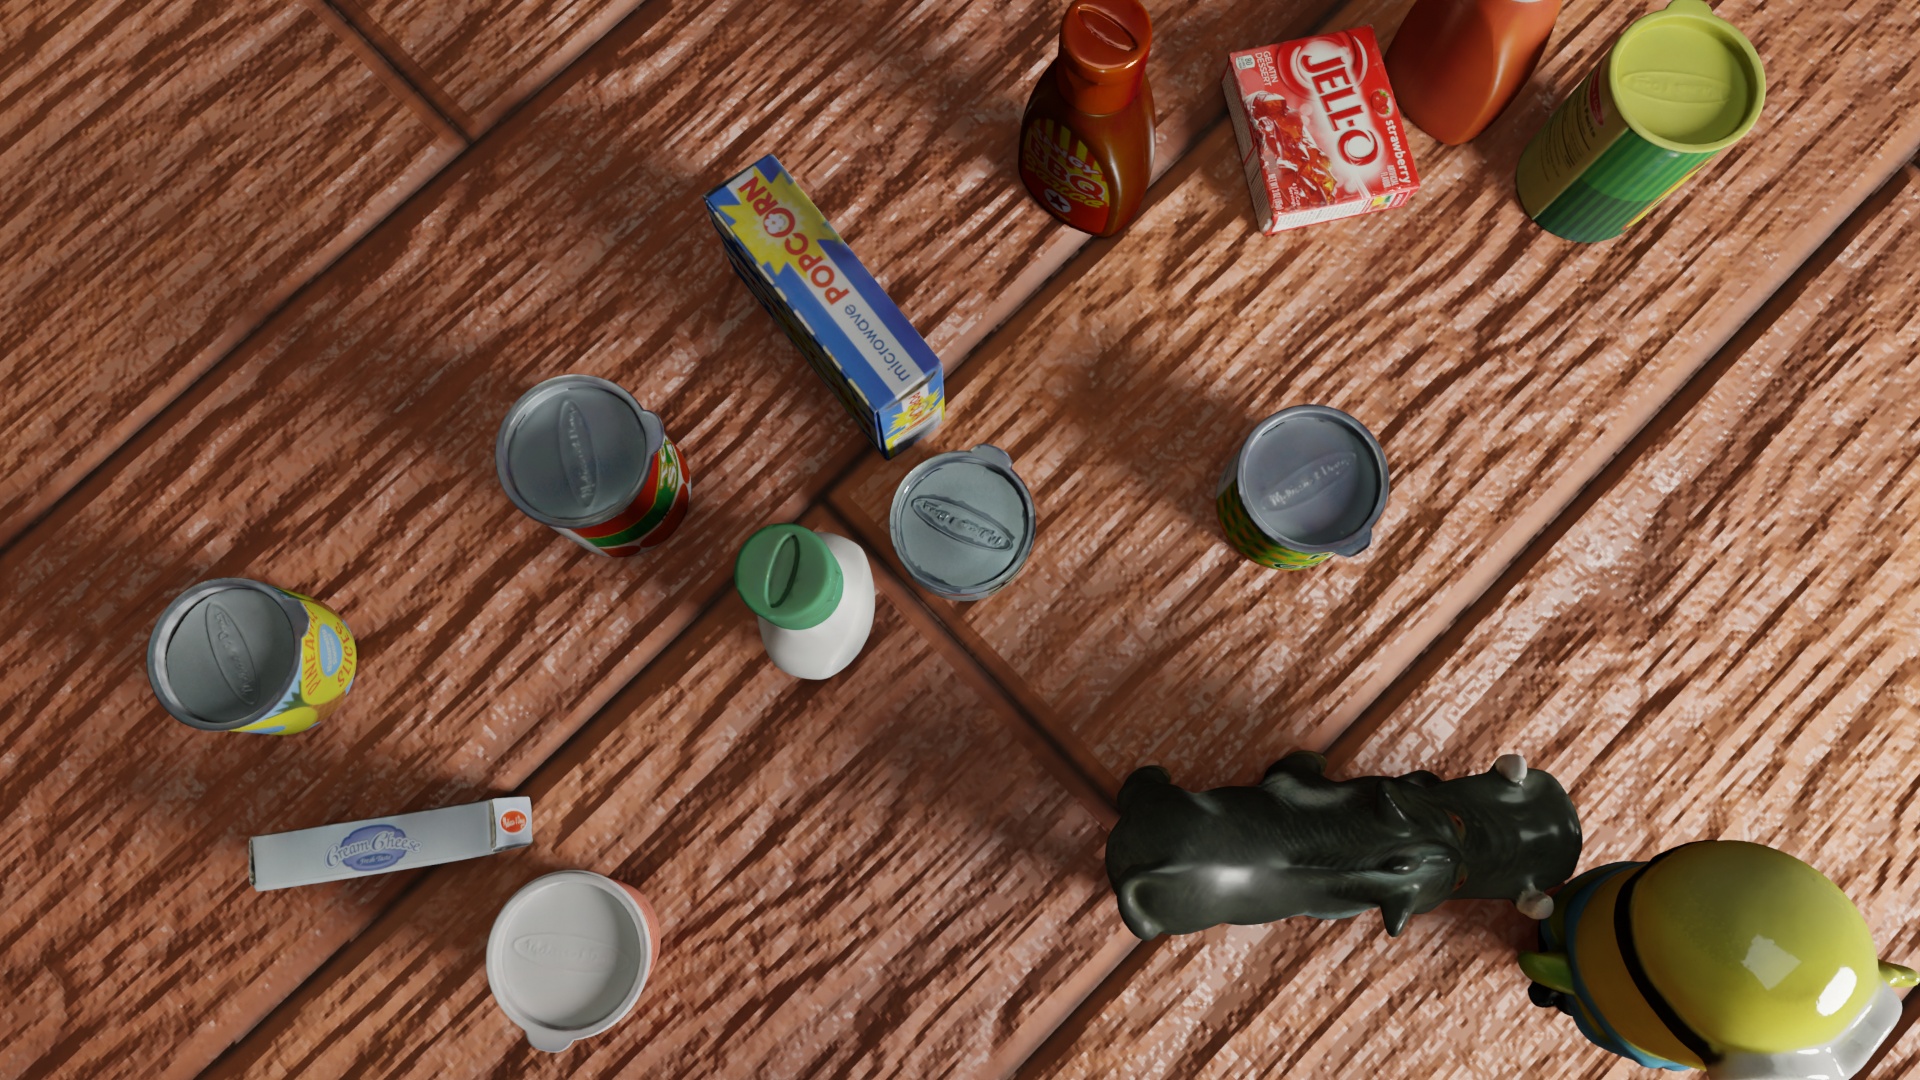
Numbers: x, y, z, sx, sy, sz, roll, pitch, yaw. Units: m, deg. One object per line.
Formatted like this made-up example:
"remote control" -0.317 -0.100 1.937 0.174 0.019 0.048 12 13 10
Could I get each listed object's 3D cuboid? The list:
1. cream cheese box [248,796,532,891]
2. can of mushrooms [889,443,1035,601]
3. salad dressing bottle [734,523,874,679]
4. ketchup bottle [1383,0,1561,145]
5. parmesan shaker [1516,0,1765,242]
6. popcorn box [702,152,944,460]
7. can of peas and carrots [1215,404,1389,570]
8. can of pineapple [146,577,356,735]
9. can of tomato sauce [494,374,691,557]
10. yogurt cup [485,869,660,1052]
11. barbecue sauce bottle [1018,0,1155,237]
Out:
"cream cheese box" -0.245 0.131 0.604 0.104 0.053 0.024 -9 80 -1
"can of mushrooms" 0.002 -0.008 0.638 0.071 0.033 0.071 0 80 0
"salad dressing bottle" -0.063 0.023 0.575 0.044 0.147 0.064 14 81 3
"ketchup bottle" 0.237 -0.236 0.621 0.043 0.148 0.065 -34 82 -5
"parmesan shaker" 0.307 -0.188 0.634 0.071 0.103 0.071 0 80 0
"popcorn box" -0.059 -0.103 0.630 0.038 0.085 0.127 -38 82 -6
"can of peas and carrots" 0.154 -0.020 0.627 0.071 0.058 0.071 0 80 0
"can of pineapple" -0.311 0.052 0.617 0.071 0.057 0.071 0 80 0
"can of tomato sauce" -0.159 -0.032 0.619 0.071 0.083 0.071 0 80 0
"yogurt cup" -0.161 0.175 0.595 0.072 0.054 0.072 0 80 0
"barbecue sauce bottle" 0.058 -0.187 0.613 0.065 0.148 0.044 38 83 6
